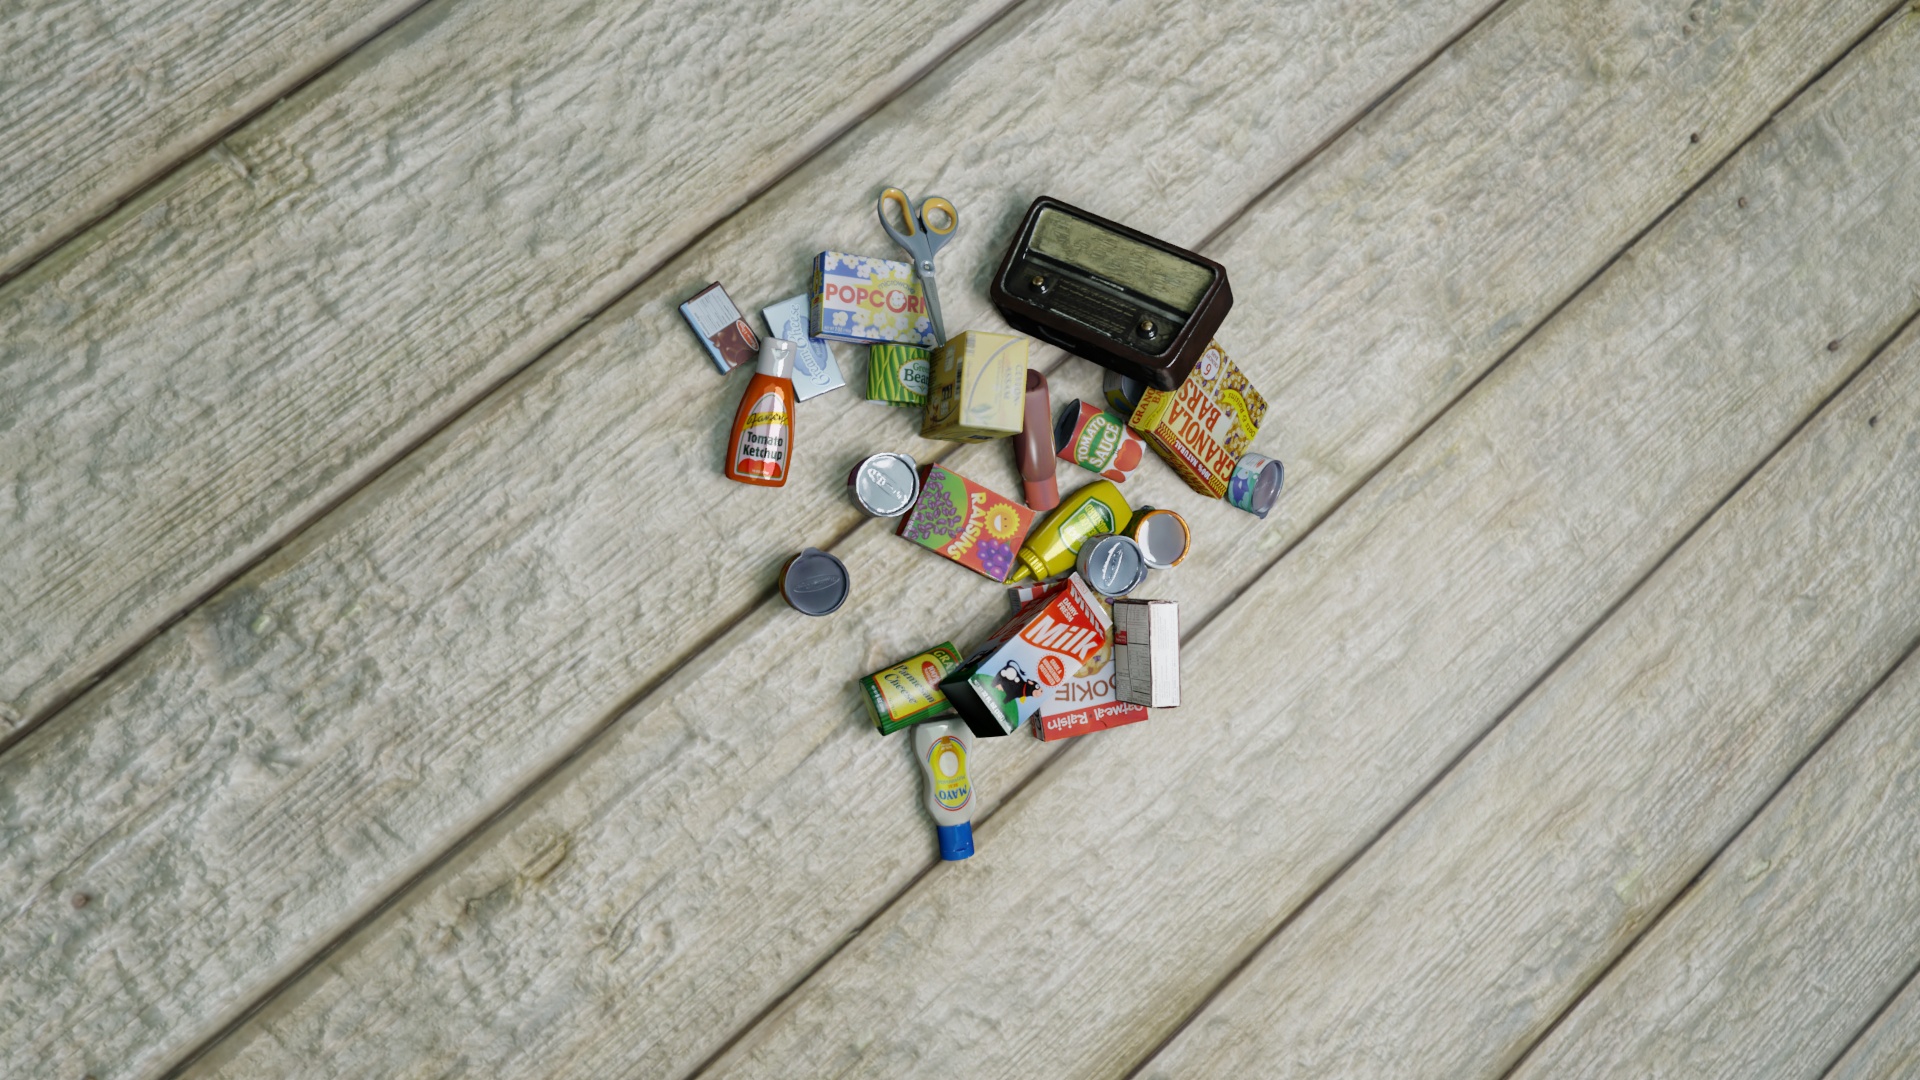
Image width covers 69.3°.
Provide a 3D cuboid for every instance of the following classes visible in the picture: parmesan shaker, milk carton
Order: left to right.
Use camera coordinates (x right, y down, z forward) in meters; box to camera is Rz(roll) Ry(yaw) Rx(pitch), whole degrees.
[{"bbox_3d":[-0.045,0.156,1.442,0.103,0.071,0.071,-22,96,-14],"label":"parmesan shaker"},{"bbox_3d":[0.076,0.114,1.418,0.191,0.073,0.072,-39,98,-27],"label":"milk carton"}]

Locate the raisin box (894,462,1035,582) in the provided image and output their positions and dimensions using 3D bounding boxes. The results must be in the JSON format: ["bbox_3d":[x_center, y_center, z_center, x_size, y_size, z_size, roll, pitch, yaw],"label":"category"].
[{"bbox_3d":[0.005,-0.018,1.471,0.123,0.040,0.086,26,83,-14],"label":"raisin box"}]

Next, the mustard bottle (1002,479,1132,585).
[{"bbox_3d":[0.110,0.001,1.493,0.160,0.049,0.065,-39,100,-12],"label":"mustard bottle"}]

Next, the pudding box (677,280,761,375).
[{"bbox_3d":[-0.244,-0.215,1.411,0.050,0.030,0.083,-36,99,-13],"label":"pudding box"}]

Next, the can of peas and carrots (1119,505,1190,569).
[{"bbox_3d":[0.211,-0.004,1.515,0.071,0.058,0.071,0,90,-15],"label":"can of peas and carrots"}]

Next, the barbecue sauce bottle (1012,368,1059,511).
[{"bbox_3d":[0.077,-0.102,1.460,0.044,0.065,0.147,-14,121,-7],"label":"barbecue sauce bottle"}]

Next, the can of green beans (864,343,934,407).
[{"bbox_3d":[-0.065,-0.170,1.439,0.071,0.071,0.058,5,89,-15],"label":"can of green beans"}]

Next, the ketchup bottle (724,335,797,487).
[{"bbox_3d":[-0.196,-0.131,1.404,0.065,0.043,0.148,9,97,-18],"label":"ketchup bottle"}]

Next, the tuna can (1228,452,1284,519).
[{"bbox_3d":[0.328,-0.061,1.544,0.071,0.033,0.070,-28,130,-40],"label":"tuna can"}]

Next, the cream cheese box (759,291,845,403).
[{"bbox_3d":[-0.163,-0.199,1.435,0.053,0.024,0.103,-24,96,-12],"label":"cream cheese box"}]

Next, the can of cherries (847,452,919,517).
[{"bbox_3d":[-0.079,-0.058,1.439,0.071,0.058,0.071,0,89,-14],"label":"can of cherries"}]

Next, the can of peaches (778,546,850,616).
[{"bbox_3d":[-0.150,0.041,1.420,0.071,0.058,0.071,0,90,-14],"label":"can of peaches"}]

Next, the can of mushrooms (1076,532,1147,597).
[{"bbox_3d":[0.160,0.026,1.470,0.071,0.033,0.071,-3,98,-20],"label":"can of mushrooms"}]

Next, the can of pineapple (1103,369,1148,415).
[{"bbox_3d":[0.197,-0.170,1.512,0.071,0.058,0.071,0,90,-15],"label":"can of pineapple"}]

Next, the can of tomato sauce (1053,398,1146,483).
[{"bbox_3d":[0.149,-0.106,1.493,0.083,0.071,0.071,23,84,-14],"label":"can of tomato sauce"}]

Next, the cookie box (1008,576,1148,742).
[{"bbox_3d":[0.128,0.123,1.502,0.123,0.040,0.167,-10,92,-15],"label":"cookie box"}]

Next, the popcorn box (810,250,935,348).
[{"bbox_3d":[-0.090,-0.246,1.434,0.127,0.038,0.085,4,85,-26],"label":"popcorn box"}]

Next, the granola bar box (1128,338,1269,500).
[{"bbox_3d":[0.260,-0.135,1.495,0.165,0.039,0.124,36,79,-46],"label":"granola bar box"}]

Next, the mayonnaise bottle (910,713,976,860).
[{"bbox_3d":[-0.013,0.260,1.464,0.065,0.041,0.148,-9,91,-16],"label":"mayonnaise bottle"}]
